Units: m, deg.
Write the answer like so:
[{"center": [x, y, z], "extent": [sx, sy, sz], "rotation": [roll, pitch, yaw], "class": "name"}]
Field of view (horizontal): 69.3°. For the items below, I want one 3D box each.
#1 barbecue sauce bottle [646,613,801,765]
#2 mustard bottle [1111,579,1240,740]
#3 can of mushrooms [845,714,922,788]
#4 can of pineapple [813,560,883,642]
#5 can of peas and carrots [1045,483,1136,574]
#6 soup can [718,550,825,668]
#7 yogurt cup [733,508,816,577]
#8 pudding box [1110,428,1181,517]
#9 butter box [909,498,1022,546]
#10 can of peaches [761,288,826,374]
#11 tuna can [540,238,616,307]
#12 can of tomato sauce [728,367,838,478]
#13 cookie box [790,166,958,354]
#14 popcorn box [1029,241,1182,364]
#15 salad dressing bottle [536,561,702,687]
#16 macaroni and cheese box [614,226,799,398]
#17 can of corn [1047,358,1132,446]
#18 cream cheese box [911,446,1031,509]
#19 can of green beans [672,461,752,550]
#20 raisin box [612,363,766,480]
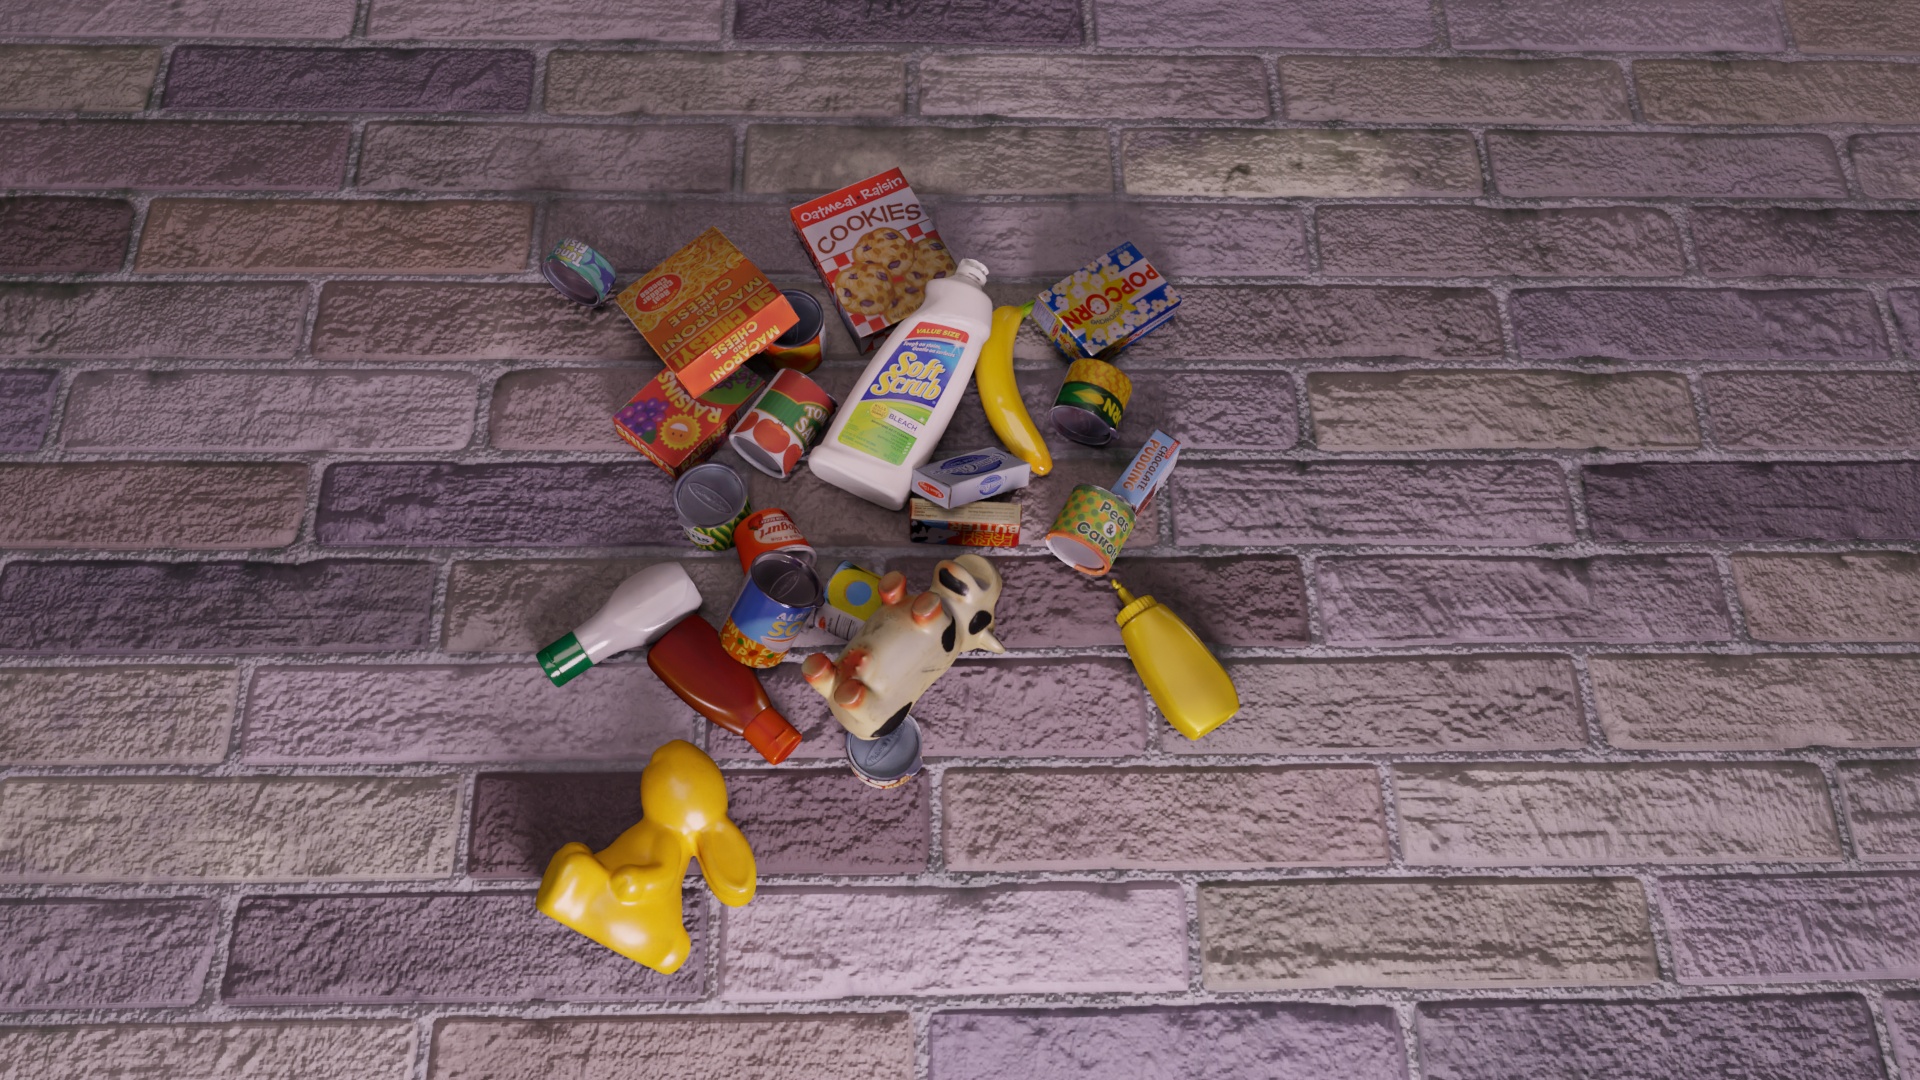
[{"center": [-0.203, 0.134, 1.214], "extent": [0.149, 0.043, 0.065], "rotation": [41, 62, 13], "class": "barbecue sauce bottle"}, {"center": [0.183, 0.099, 1.241], "extent": [0.065, 0.048, 0.160], "rotation": [-28, 70, -13], "class": "mustard bottle"}, {"center": [-0.064, 0.181, 1.204], "extent": [0.071, 0.033, 0.071], "rotation": [1, 66, -2], "class": "can of mushrooms"}, {"center": [-0.090, 0.057, 1.239], "extent": [0.058, 0.070, 0.071], "rotation": [24, 68, 8], "class": "can of pineapple"}, {"center": [0.121, -0.010, 1.273], "extent": [0.071, 0.070, 0.059], "rotation": [28, 70, 9], "class": "can of peas and carrots"}, {"center": [-0.165, 0.063, 1.212], "extent": [0.071, 0.083, 0.072], "rotation": [21, 36, -16], "class": "soup can"}, {"center": [-0.171, 0.008, 1.259], "extent": [0.072, 0.072, 0.054], "rotation": [-24, 62, -11], "class": "yogurt cup"}, {"center": [0.172, -0.058, 1.307], "extent": [0.030, 0.049, 0.084], "rotation": [33, 70, 13], "class": "pudding box"}, {"center": [0.005, -0.016, 1.281], "extent": [0.103, 0.053, 0.024], "rotation": [3, 66, -1], "class": "butter box"}, {"center": [-0.166, -0.201, 1.351], "extent": [0.071, 0.058, 0.071], "rotation": [1, 68, -1], "class": "can of peaches"}, {"center": [-0.375, -0.265, 1.363], "extent": [0.071, 0.070, 0.033], "rotation": [24, 68, 8], "class": "tuna can"}, {"center": [-0.166, -0.109, 1.307], "extent": [0.071, 0.071, 0.083], "rotation": [31, 70, 11], "class": "can of tomato sauce"}, {"center": [-0.081, -0.283, 1.400], "extent": [0.123, 0.040, 0.168], "rotation": [-25, 71, -12], "class": "cookie box"}, {"center": [0.145, -0.232, 1.377], "extent": [0.127, 0.038, 0.085], "rotation": [-34, 76, -22], "class": "popcorn box"}, {"center": [-0.304, 0.075, 1.236], "extent": [0.148, 0.043, 0.064], "rotation": [-33, 66, -13], "class": "salad dressing bottle"}, {"center": [-0.242, -0.219, 1.320], "extent": [0.124, 0.040, 0.167], "rotation": [-38, 47, -6], "class": "macaroni and cheese box"}, {"center": [0.127, -0.131, 1.327], "extent": [0.071, 0.071, 0.058], "rotation": [21, 68, 7], "class": "can of corn"}, {"center": [0.010, -0.059, 1.280], "extent": [0.104, 0.024, 0.053], "rotation": [-18, 33, -39], "class": "cream cheese box"}, {"center": [-0.227, -0.031, 1.275], "extent": [0.071, 0.057, 0.071], "rotation": [1, 67, -2], "class": "can of green beans"}, {"center": [-0.257, -0.126, 1.326], "extent": [0.086, 0.040, 0.124], "rotation": [38, 70, 13], "class": "raisin box"}]
